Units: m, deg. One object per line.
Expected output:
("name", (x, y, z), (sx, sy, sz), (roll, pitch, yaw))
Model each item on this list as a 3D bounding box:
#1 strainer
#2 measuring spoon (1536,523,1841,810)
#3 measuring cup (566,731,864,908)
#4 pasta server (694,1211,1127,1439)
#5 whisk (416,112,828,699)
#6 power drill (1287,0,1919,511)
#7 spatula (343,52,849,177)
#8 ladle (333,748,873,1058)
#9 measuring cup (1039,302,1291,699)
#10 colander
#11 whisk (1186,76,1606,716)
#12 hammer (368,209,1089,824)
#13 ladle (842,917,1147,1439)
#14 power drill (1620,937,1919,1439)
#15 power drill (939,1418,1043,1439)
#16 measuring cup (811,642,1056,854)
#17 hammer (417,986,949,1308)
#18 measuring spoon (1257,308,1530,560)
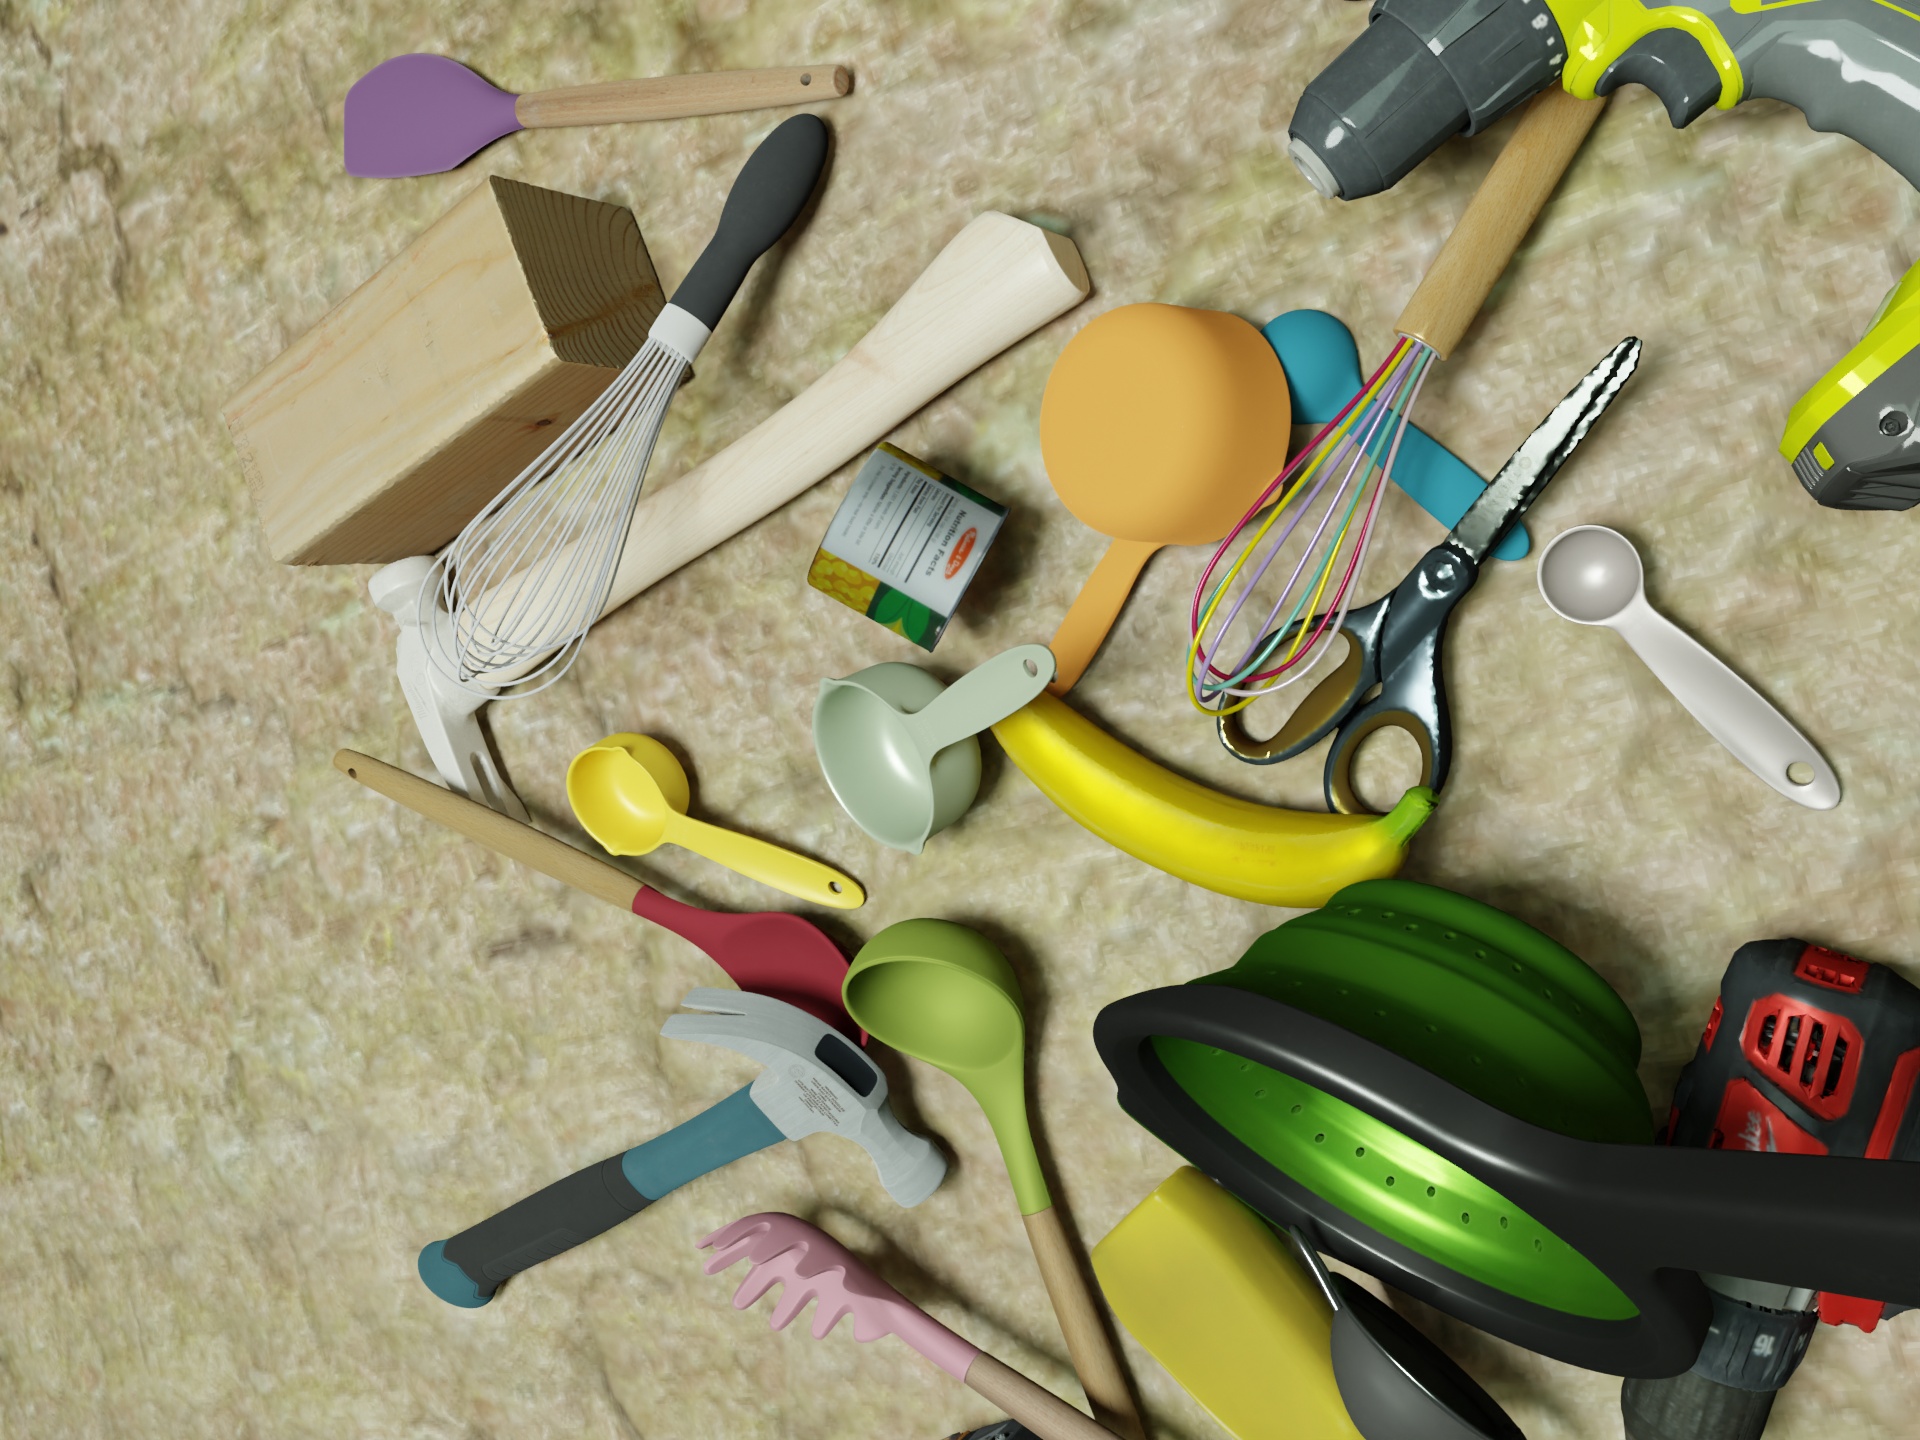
("strainer", (0.215, 0.269, 0.549), (0.258, 0.087, 0.050), (31, 91, 12))
("measuring spoon", (0.244, -0.018, 0.530), (0.124, 0.018, 0.034), (47, 127, 10))
("measuring cup", (-0.110, 0.049, 0.740), (0.156, 0.029, 0.062), (21, 122, 14))
("pasta server", (0.024, 0.283, 0.642), (0.316, 0.040, 0.060), (23, 140, 27))
("whisk", (-0.136, -0.136, 0.668), (0.070, 0.070, 0.284), (29, 86, 24))
("power drill", (0.229, -0.173, 0.464), (0.190, 0.080, 0.229), (-41, 74, 12))
("spatula", (-0.185, -0.289, 0.744), (0.316, 0.018, 0.060), (9, 99, 30))
("ladle", (-0.173, 0.076, 0.751), (0.315, 0.031, 0.069), (22, 118, 18))
("measuring cup", (0.053, -0.075, 0.602), (0.095, 0.052, 0.173), (48, 123, 34))
("colander", (0.177, 0.101, 0.448), (0.204, 0.094, 0.397), (37, 160, -6))
("whisk", (0.146, -0.108, 0.544), (0.047, 0.051, 0.245), (28, 99, -16))
("hammer", (-0.113, -0.087, 0.715), (0.410, 0.038, 0.146), (-28, 83, 30))
("ladle", (0.035, 0.232, 0.656), (0.078, 0.062, 0.320), (-23, 87, 37))
("power drill", (0.320, 0.185, 0.473), (0.227, 0.080, 0.188), (18, 105, 30))
("power drill", (-0.072, 0.389, 0.664), (0.226, 0.185, 0.084), (-34, 78, 26))
("measuring cup", (-0.001, -0.002, 0.627), (0.167, 0.038, 0.083), (-31, 87, 53))
("hammer", (-0.160, 0.225, 0.768), (0.331, 0.033, 0.128), (-33, 101, 33))
("measuring spoon", (0.150, -0.100, 0.566), (0.129, 0.021, 0.042), (46, 116, 20))
